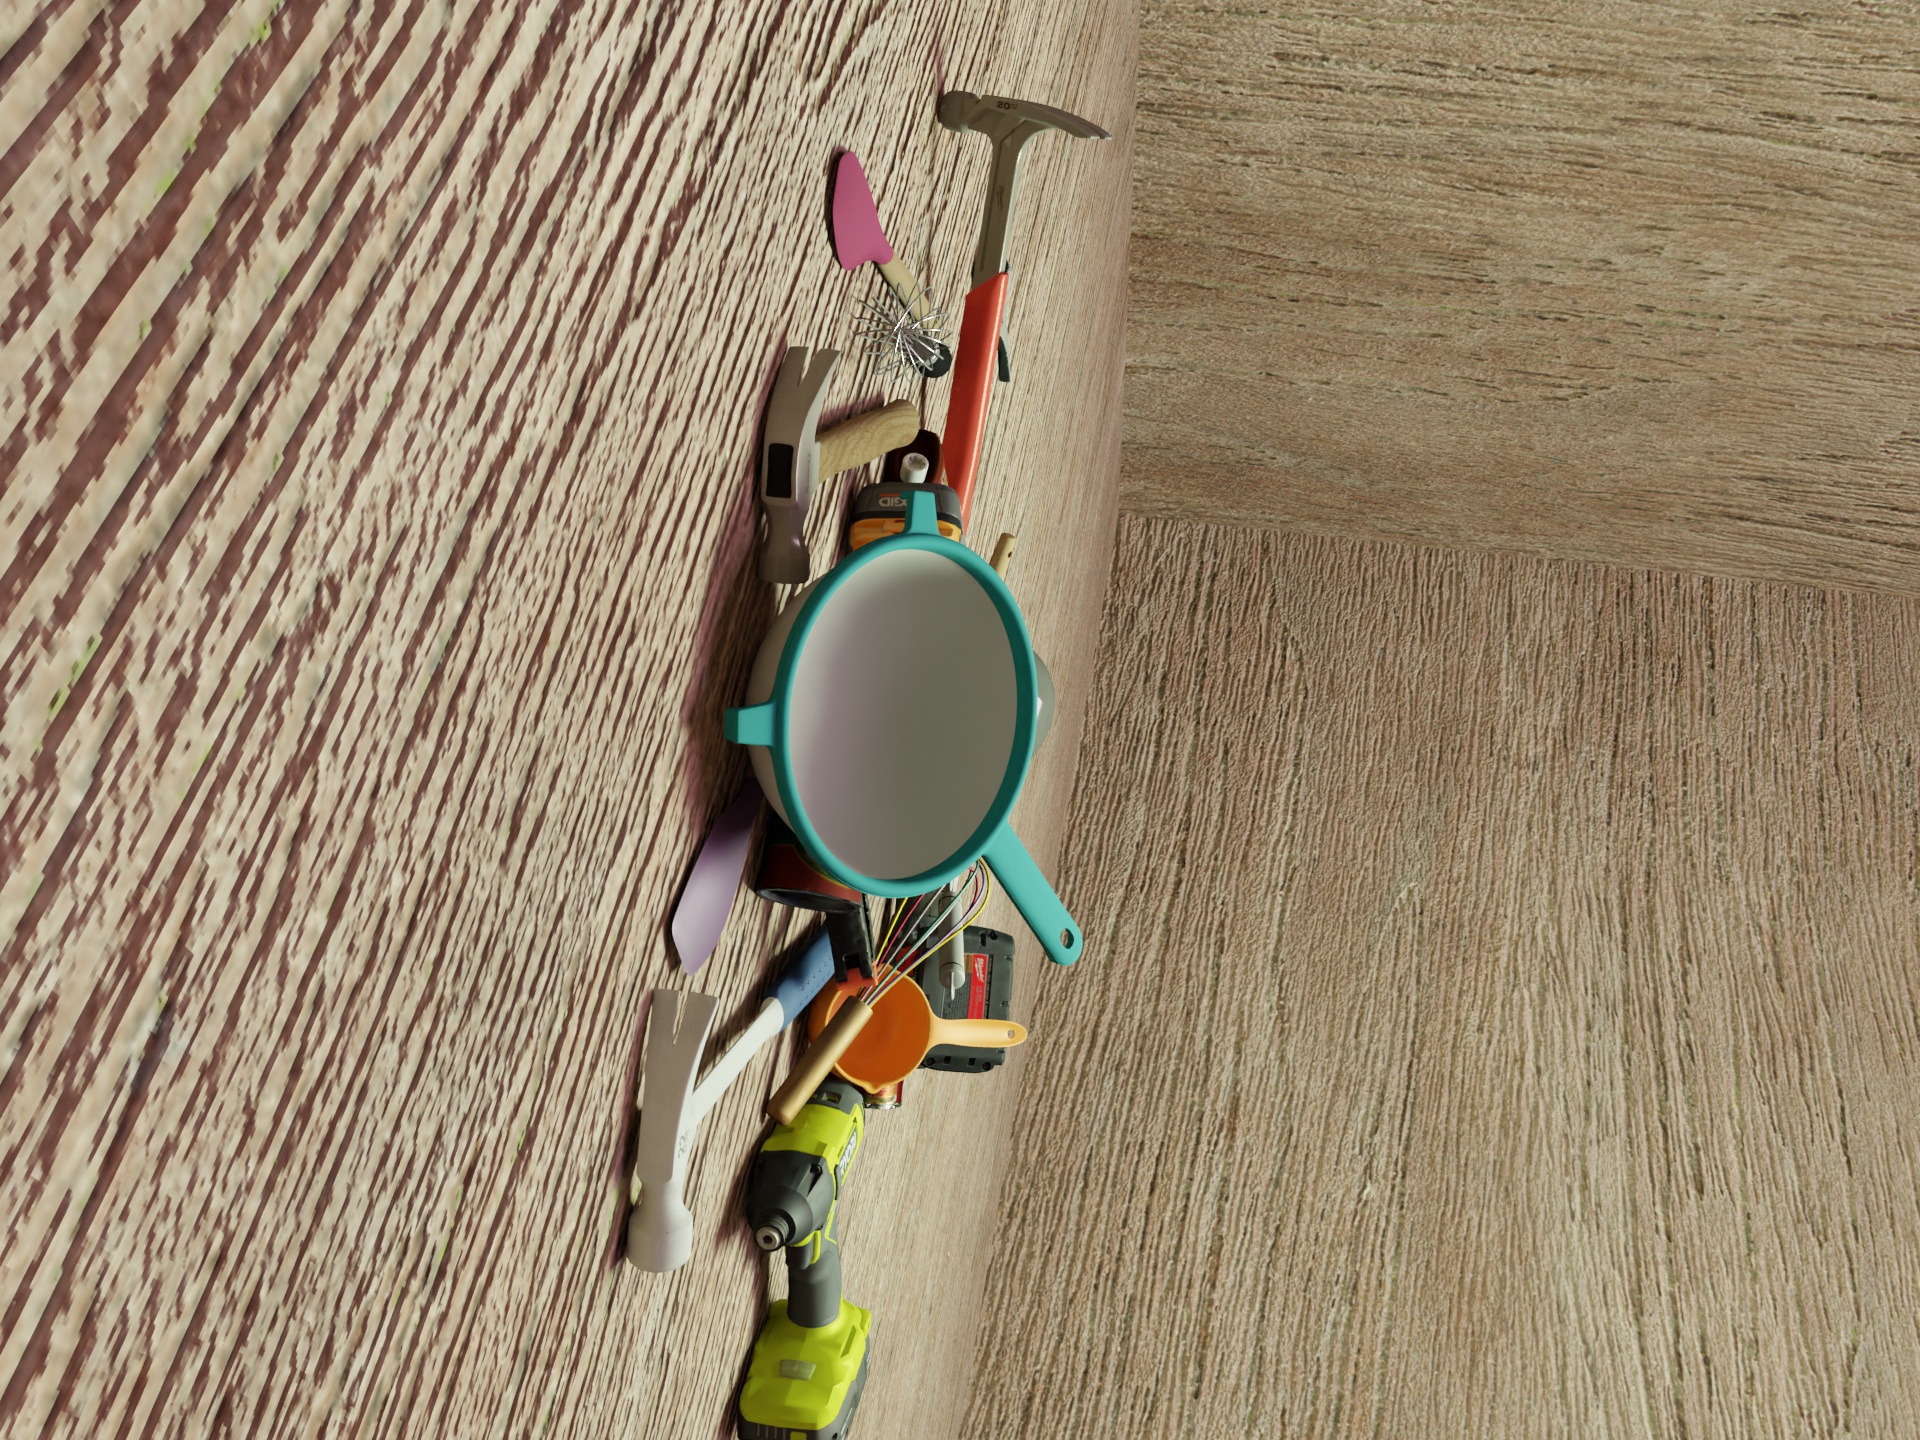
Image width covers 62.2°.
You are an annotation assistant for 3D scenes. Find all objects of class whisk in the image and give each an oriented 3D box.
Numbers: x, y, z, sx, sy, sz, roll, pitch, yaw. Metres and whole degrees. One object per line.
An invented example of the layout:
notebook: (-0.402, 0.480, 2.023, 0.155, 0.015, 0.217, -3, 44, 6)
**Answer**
whisk: (-0.055, 0.189, 1.145, 0.047, 0.051, 0.245, 50, 64, -24)
whisk: (-0.030, -0.278, 1.175, 0.284, 0.070, 0.070, -60, 156, -81)

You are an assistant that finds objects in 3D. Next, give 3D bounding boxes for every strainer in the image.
strainer: (-0.010, 0.139, 1.259, 0.259, 0.050, 0.086, -93, -174, -64)
strainer: (-0.027, 0.037, 0.981, 0.211, 0.095, 0.340, -55, 131, -27)
strainer: (0.034, 0.032, 1.478, 0.151, 0.069, 0.256, 87, 22, -56)

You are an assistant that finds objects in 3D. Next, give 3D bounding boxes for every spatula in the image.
spatula: (-0.116, 0.023, 0.960, 0.316, 0.018, 0.059, -73, 160, -45)

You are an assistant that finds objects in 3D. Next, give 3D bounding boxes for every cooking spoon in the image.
cooking spoon: (-0.049, -0.321, 1.122, 0.319, 0.017, 0.069, 6, 92, -81)

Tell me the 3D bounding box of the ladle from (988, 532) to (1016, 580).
ladle: (-0.002, -0.004, 1.328, 0.078, 0.062, 0.320, -20, 135, -57)

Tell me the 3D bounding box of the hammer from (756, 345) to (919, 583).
hammer: (-0.072, -0.184, 1.042, 0.331, 0.031, 0.130, -58, 154, -71)

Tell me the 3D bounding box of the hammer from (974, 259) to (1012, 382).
hammer: (0.000, -0.229, 1.478, 0.149, 0.036, 0.409, 83, 17, -63)

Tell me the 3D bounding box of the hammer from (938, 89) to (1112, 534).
hammer: (0.024, -0.317, 1.301, 0.036, 0.149, 0.358, -23, 131, -48)

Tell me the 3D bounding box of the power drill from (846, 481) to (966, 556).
power drill: (-0.039, -0.034, 1.148, 0.185, 0.084, 0.226, 79, 13, -67)

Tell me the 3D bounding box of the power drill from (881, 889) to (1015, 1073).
power drill: (-0.023, 0.214, 1.387, 0.226, 0.080, 0.188, 154, -58, -73)

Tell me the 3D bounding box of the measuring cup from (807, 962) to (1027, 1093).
measuring cup: (-0.035, 0.234, 1.214, 0.052, 0.173, 0.095, -7, -104, 61)

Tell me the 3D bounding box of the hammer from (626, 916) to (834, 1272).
hammer: (-0.121, 0.185, 1.006, 0.405, 0.035, 0.144, -43, 139, -77)

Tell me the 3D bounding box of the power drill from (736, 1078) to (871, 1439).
power drill: (-0.112, 0.390, 1.121, 0.171, 0.080, 0.223, -58, 150, -72)

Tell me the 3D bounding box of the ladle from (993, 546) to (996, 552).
ladle: (0.005, -0.018, 1.521, 0.069, 0.031, 0.315, -104, -155, -65)
